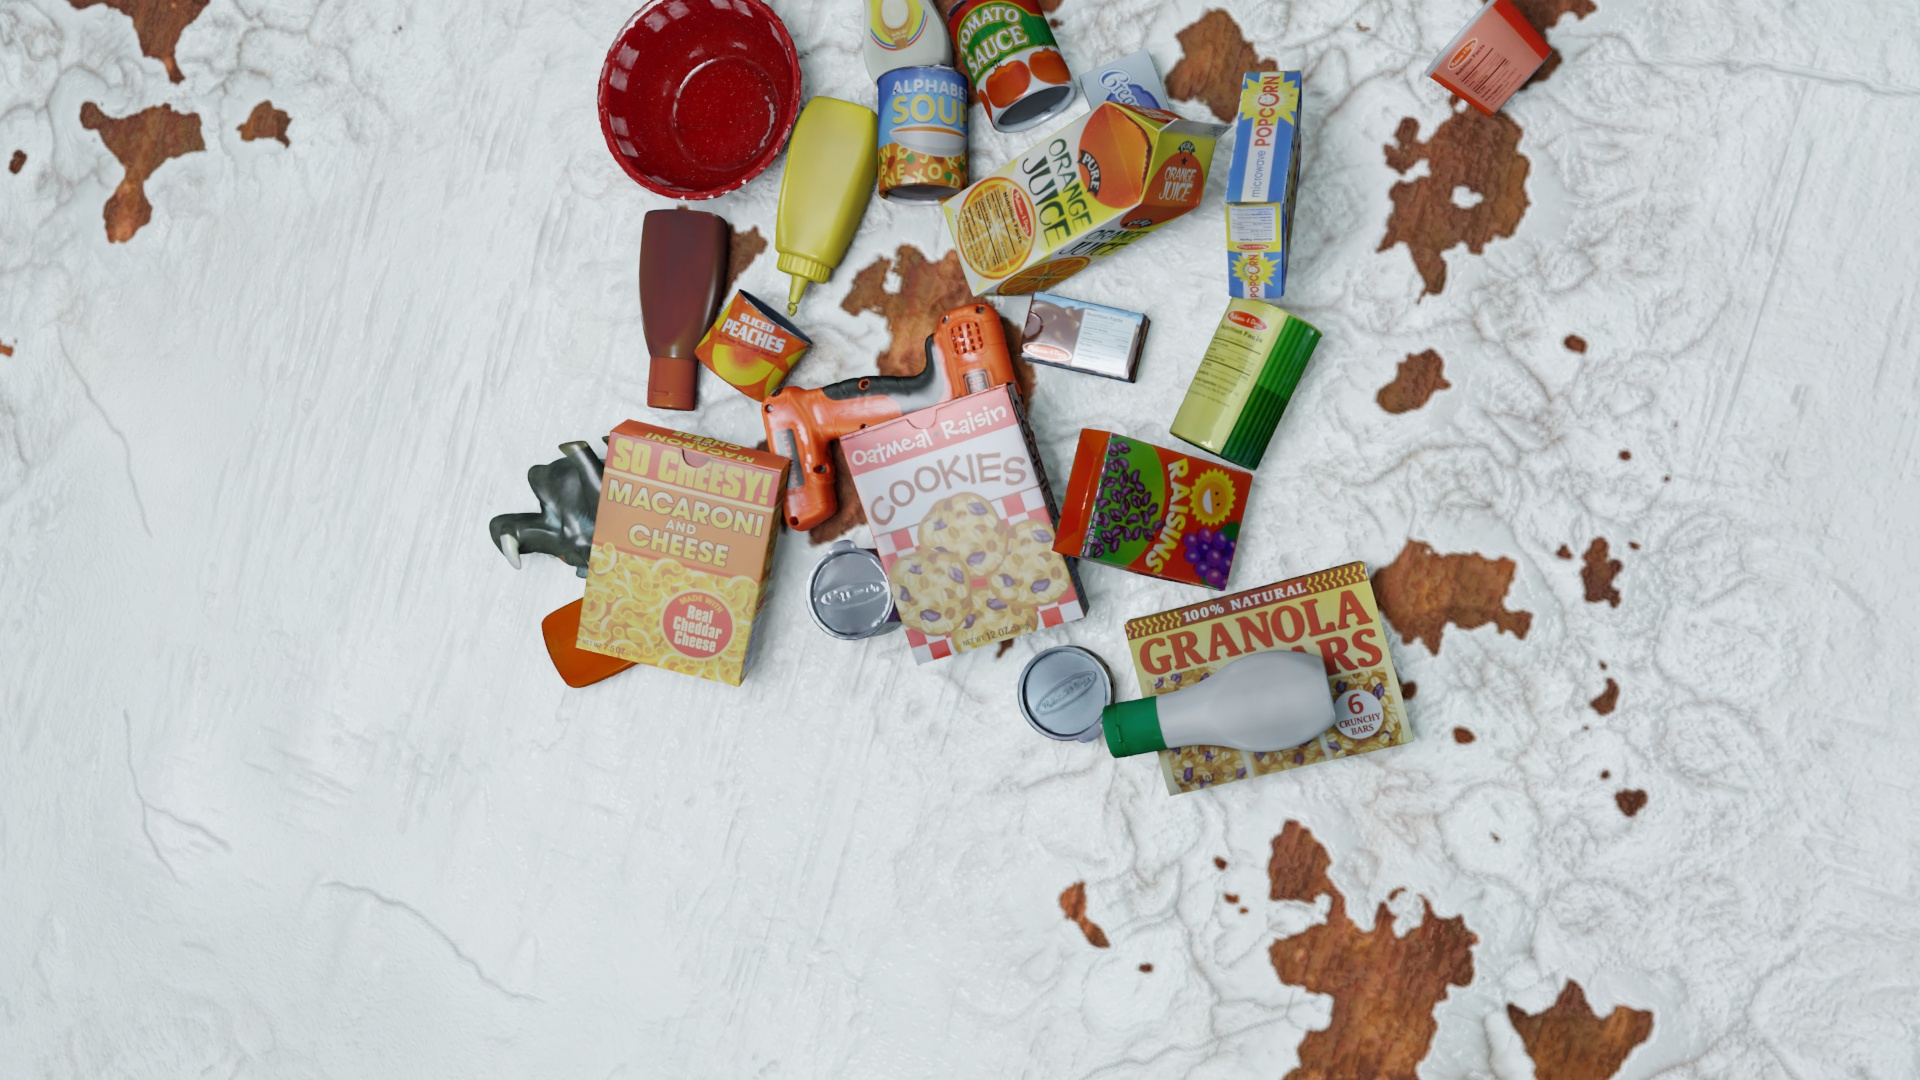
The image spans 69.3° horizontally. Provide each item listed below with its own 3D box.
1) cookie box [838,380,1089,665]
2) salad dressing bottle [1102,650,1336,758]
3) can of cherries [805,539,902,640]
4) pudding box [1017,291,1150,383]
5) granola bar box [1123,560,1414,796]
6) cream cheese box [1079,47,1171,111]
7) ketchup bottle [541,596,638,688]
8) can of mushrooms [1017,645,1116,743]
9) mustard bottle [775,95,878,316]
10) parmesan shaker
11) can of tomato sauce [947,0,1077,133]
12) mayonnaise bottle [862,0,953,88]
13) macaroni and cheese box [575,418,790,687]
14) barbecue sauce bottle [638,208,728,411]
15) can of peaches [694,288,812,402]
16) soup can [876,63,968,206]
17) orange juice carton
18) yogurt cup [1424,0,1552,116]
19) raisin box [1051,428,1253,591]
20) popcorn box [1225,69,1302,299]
[{"bbox_3d":[0.003,-0.012,0.949,0.123,0.040,0.167,-17,96,13],"label":"cookie box"},{"bbox_3d":[0.168,0.112,0.911,0.147,0.044,0.064,-13,88,14],"label":"salad dressing bottle"},{"bbox_3d":[-0.071,0.035,1.004,0.071,0.058,0.071,0,89,15],"label":"can of cherries"},{"bbox_3d":[0.088,-0.144,0.985,0.084,0.030,0.049,14,93,14],"label":"pudding box"},{"bbox_3d":[0.208,0.094,0.945,0.165,0.039,0.124,-15,86,13],"label":"granola bar box"},{"bbox_3d":[0.126,-0.290,0.984,0.053,0.024,0.104,-21,84,11],"label":"cream cheese box"},{"bbox_3d":[-0.240,0.057,1.051,0.148,0.043,0.064,-24,89,12],"label":"ketchup bottle"},{"bbox_3d":[0.077,0.109,0.979,0.071,0.033,0.071,0,88,13],"label":"can of mushrooms"},{"bbox_3d":[-0.105,-0.243,1.025,0.065,0.049,0.160,18,93,12],"label":"mustard bottle"},{"bbox_3d":[0.191,-0.107,0.943,0.071,0.071,0.103,26,95,13],"label":"parmesan shaker"},{"bbox_3d":[0.036,-0.342,0.983,0.071,0.071,0.083,-24,84,12],"label":"can of tomato sauce"},{"bbox_3d":[-0.049,-0.409,1.020,0.065,0.041,0.148,-12,86,15],"label":"mayonnaise bottle"},{"bbox_3d":[-0.197,0.010,0.988,0.124,0.040,0.165,13,107,0],"label":"macaroni and cheese box"},{"bbox_3d":[-0.214,-0.173,1.052,0.065,0.044,0.148,5,90,14],"label":"barbecue sauce bottle"},{"bbox_3d":[-0.153,-0.142,1.022,0.071,0.071,0.058,40,99,11],"label":"can of peaches"},{"bbox_3d":[-0.026,-0.289,0.996,0.071,0.071,0.083,-1,89,14],"label":"soup can"},{"bbox_3d":[0.086,-0.233,0.926,0.192,0.072,0.073,-22,83,40],"label":"orange juice carton"},{"bbox_3d":[0.348,-0.317,0.912,0.054,0.072,0.072,43,98,3],"label":"yogurt cup"},{"bbox_3d":[0.130,-0.019,0.931,0.123,0.040,0.086,13,89,-28],"label":"raisin box"},{"bbox_3d":[0.199,-0.232,0.907,0.038,0.085,0.127,4,58,17],"label":"popcorn box"}]
